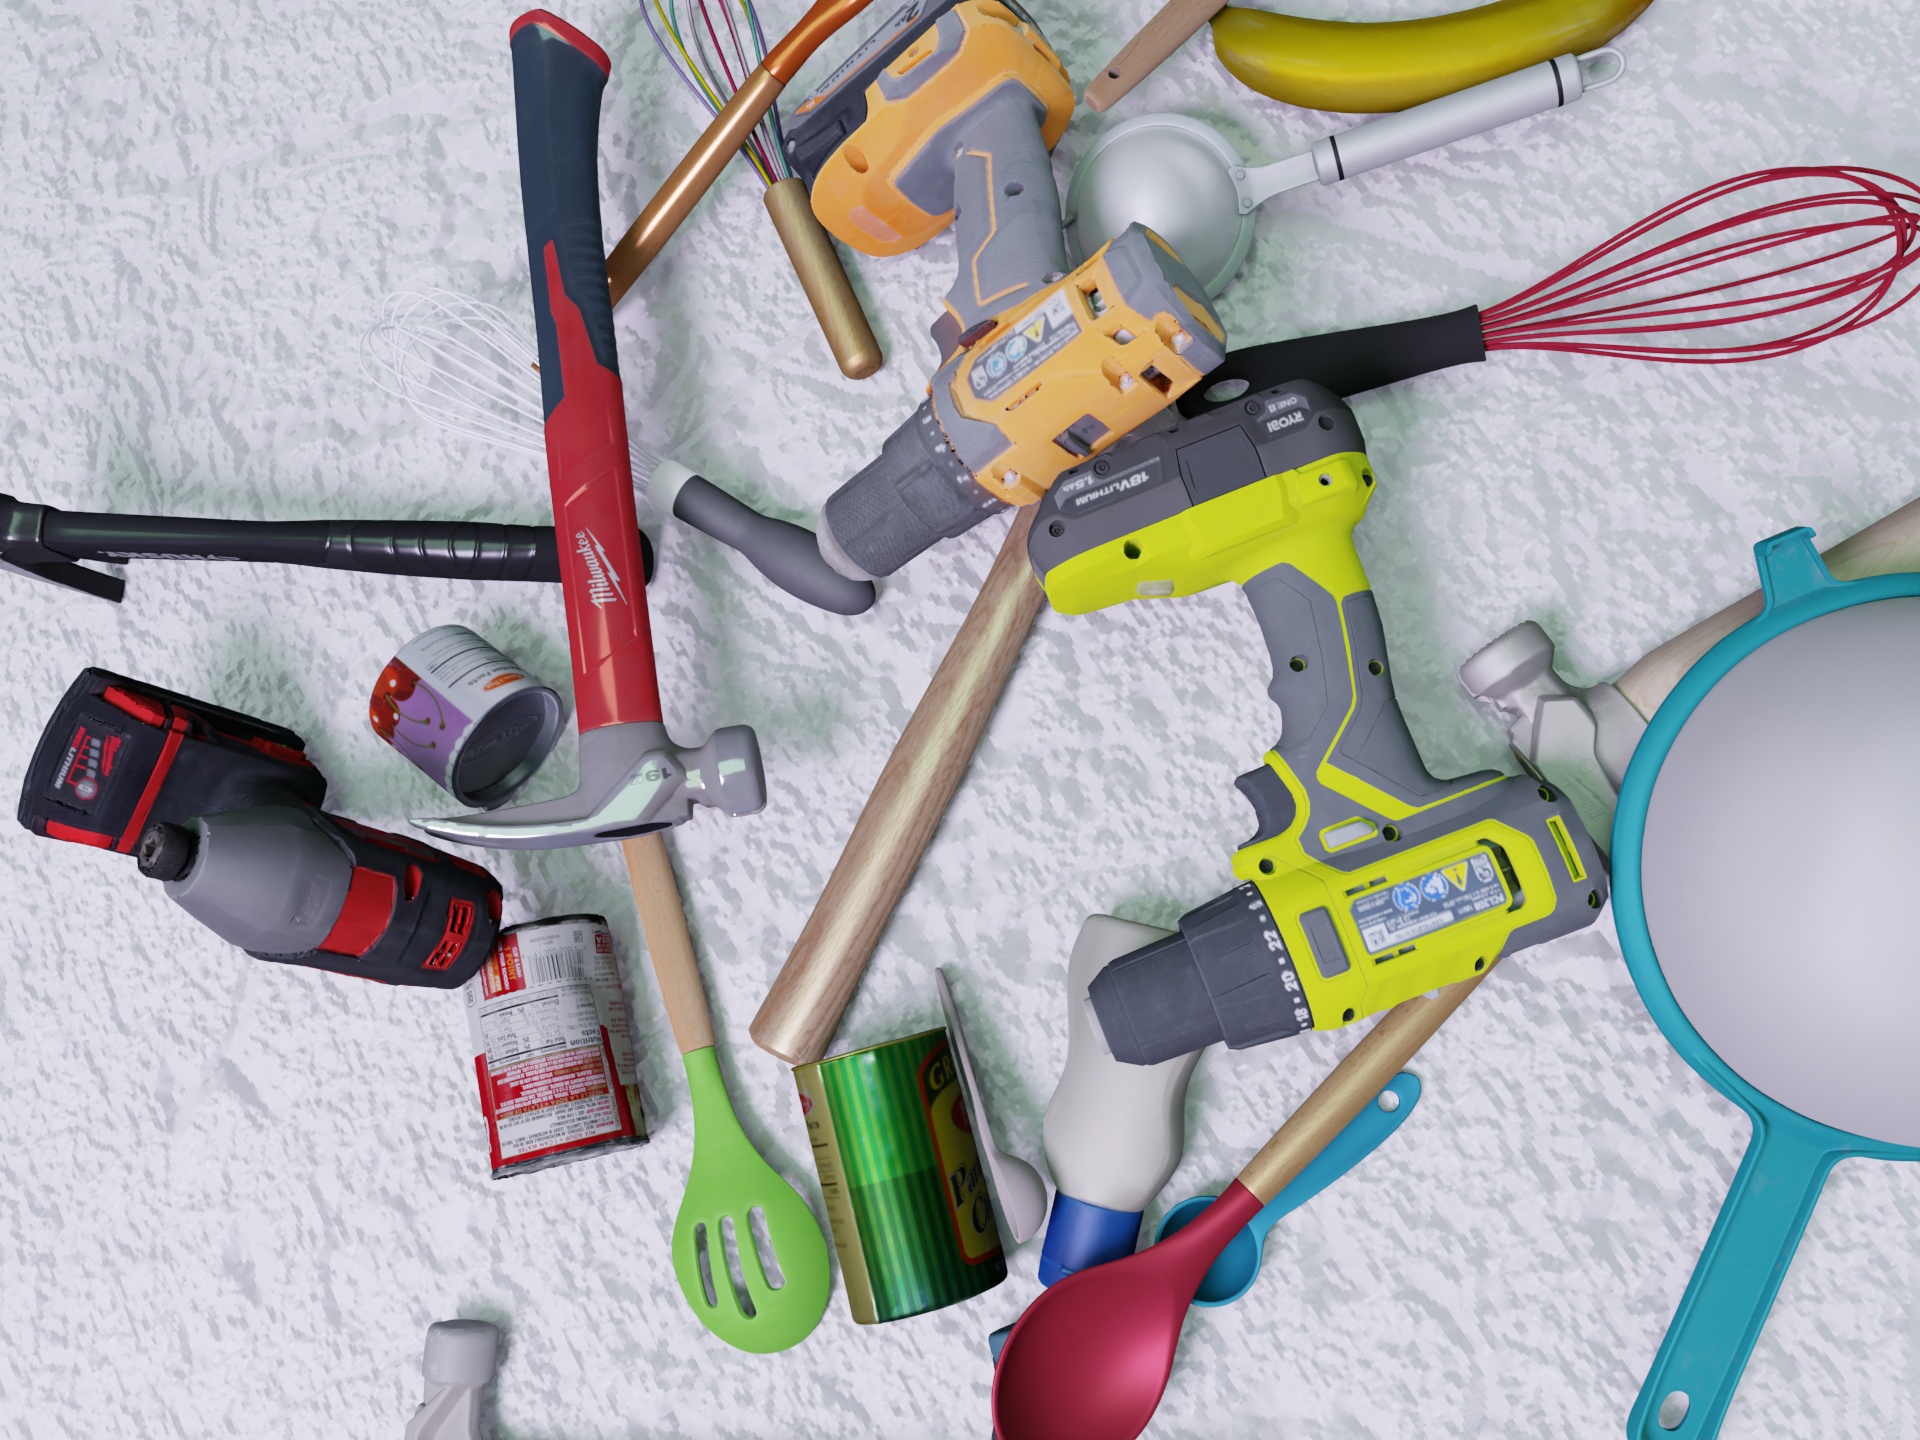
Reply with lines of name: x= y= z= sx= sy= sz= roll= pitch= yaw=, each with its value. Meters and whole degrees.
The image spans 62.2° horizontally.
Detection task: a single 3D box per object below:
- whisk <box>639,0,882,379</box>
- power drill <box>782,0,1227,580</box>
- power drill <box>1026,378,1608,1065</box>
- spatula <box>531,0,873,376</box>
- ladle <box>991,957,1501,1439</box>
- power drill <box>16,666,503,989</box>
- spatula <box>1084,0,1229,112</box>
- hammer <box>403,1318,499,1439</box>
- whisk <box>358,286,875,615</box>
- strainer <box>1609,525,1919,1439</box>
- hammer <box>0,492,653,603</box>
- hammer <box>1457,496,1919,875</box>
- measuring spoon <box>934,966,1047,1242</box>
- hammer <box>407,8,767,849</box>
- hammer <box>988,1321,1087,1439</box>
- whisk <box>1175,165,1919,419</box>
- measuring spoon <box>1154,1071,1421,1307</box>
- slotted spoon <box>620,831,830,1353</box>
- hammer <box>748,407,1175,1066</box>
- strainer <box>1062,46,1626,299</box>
whisk: x=-0.089 y=-0.272 z=0.760 sx=0.051 sy=0.047 sz=0.245 roll=-28 pitch=78 yaw=22
power drill: x=-0.006 y=-0.181 z=0.669 sx=0.185 sy=0.084 sz=0.226 roll=-35 pitch=57 yaw=25
power drill: x=0.110 y=0.006 z=0.605 sx=0.190 sy=0.080 sz=0.228 roll=-21 pitch=81 yaw=3
spatula: x=-0.105 y=-0.278 z=0.722 sx=0.322 sy=0.041 sz=0.081 roll=-45 pitch=76 yaw=21
ladle: x=0.129 y=0.162 z=0.612 sx=0.315 sy=0.031 sz=0.069 roll=-45 pitch=102 yaw=-5
power drill: x=-0.309 y=0.048 z=0.680 sx=0.220 sy=0.143 sz=0.078 roll=19 pitch=85 yaw=41
spatula: x=0.166 y=-0.383 z=0.694 sx=0.082 sy=0.044 sz=0.317 roll=43 pitch=86 yaw=15
hammer: x=-0.075 y=0.333 z=0.627 sx=0.359 sy=0.036 sz=0.149 roll=-3 pitch=77 yaw=23
whisk: x=-0.159 y=-0.124 z=0.742 sx=0.285 sy=0.070 sz=0.070 roll=30 pitch=89 yaw=10
strainer: x=0.313 y=0.112 z=0.530 sx=0.211 sy=0.095 sz=0.340 roll=23 pitch=91 yaw=3
hammer: x=-0.313 y=-0.083 z=0.760 sx=0.335 sy=0.146 sz=0.035 roll=3 pitch=82 yaw=4
hammer: x=0.401 y=-0.079 z=0.592 sx=0.410 sy=0.038 sz=0.146 roll=-35 pitch=75 yaw=7
measuring spoon: x=0.012 y=0.152 z=0.650 sx=0.018 sy=0.034 sz=0.124 roll=-14 pitch=52 yaw=-9
hammer: x=-0.181 y=-0.136 z=0.699 sx=0.143 sy=0.038 sz=0.386 roll=-9 pitch=76 yaw=-3
hammer: x=0.006 y=0.399 z=0.620 sx=0.128 sy=0.033 sz=0.331 roll=8 pitch=83 yaw=17
whisk: x=0.231 y=-0.162 z=0.645 sx=0.296 sy=0.073 sz=0.073 roll=-10 pitch=78 yaw=20
measuring spoon: x=0.132 y=0.183 z=0.634 sx=0.128 sy=0.021 sz=0.042 roll=-38 pitch=79 yaw=-3
slotted spoon: x=-0.125 y=0.123 z=0.708 sx=0.070 sy=0.031 sz=0.314 roll=-21 pitch=74 yaw=11
hammer: x=-0.001 y=-0.002 z=0.692 sx=0.130 sy=0.031 sz=0.331 roll=26 pitch=88 yaw=18
strainer: x=0.147 y=-0.236 z=0.674 sx=0.258 sy=0.050 sz=0.087 roll=-15 pitch=100 yaw=16
